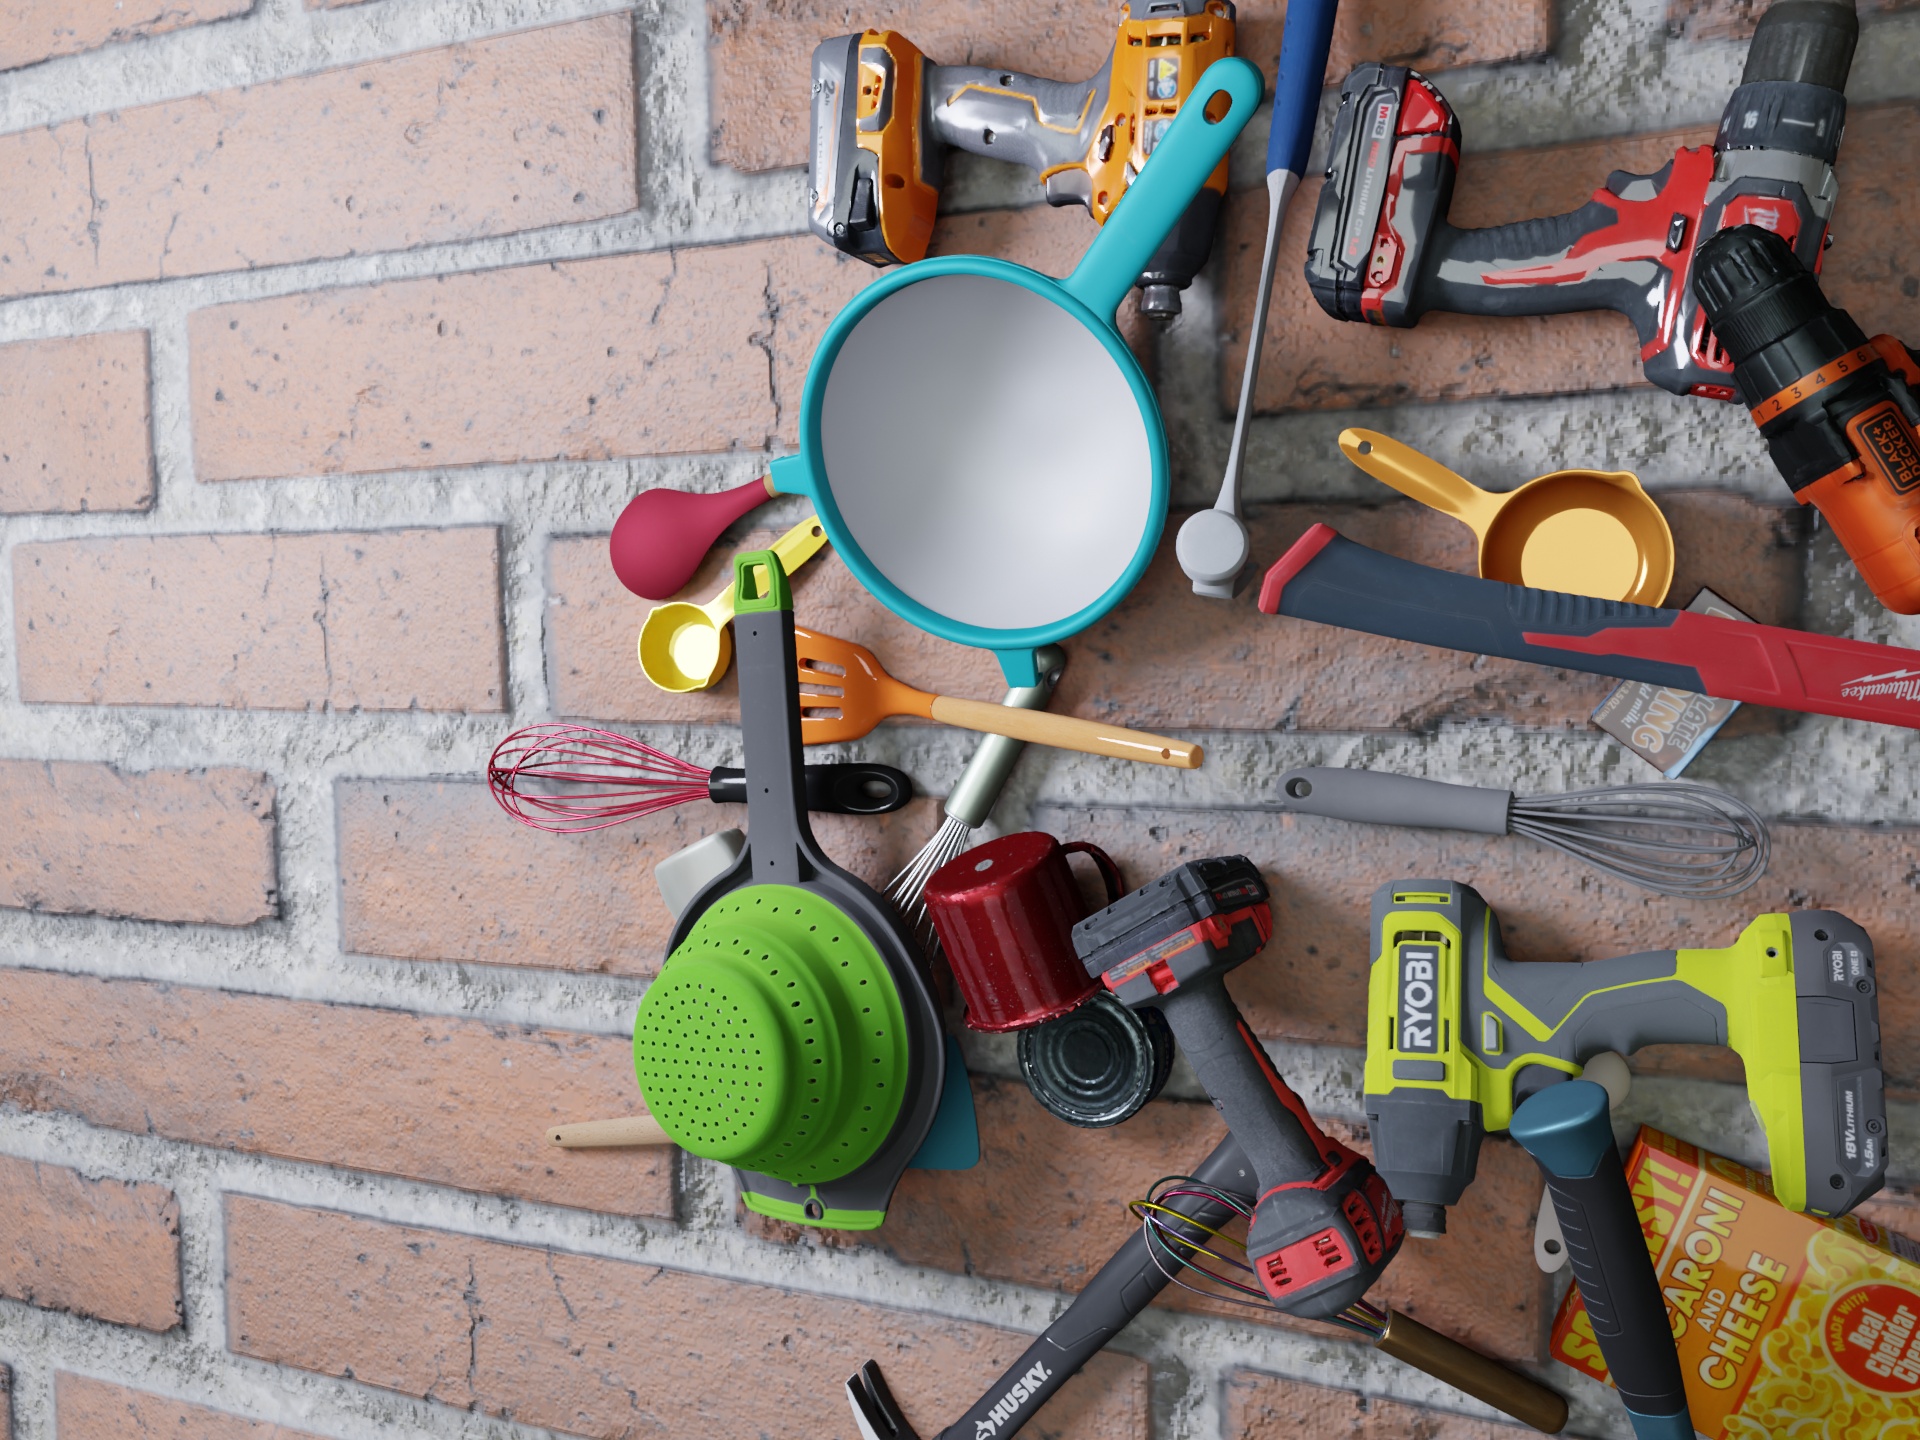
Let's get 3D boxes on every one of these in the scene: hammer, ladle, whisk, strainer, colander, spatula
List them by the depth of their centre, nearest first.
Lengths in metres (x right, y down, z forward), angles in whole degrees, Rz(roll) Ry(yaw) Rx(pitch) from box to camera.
[{"bbox_3d":[0.328,-0.016,0.722,0.386,0.038,0.143,10,99,7],"label":"hammer"},{"bbox_3d":[0.314,0.302,0.730,0.128,0.033,0.330,-10,114,32],"label":"hammer"},{"bbox_3d":[0.275,0.050,0.802,0.239,0.055,0.055,7,97,28],"label":"whisk"},{"bbox_3d":[0.161,-0.260,0.804,0.035,0.144,0.405,9,88,12],"label":"hammer"},{"bbox_3d":[0.057,-0.193,0.828,0.211,0.095,0.340,40,124,4],"label":"strainer"},{"bbox_3d":[0.201,0.308,0.836,0.245,0.051,0.047,26,125,6],"label":"whisk"},{"bbox_3d":[-0.001,-0.003,0.893,0.323,0.041,0.081,11,99,45],"label":"spatula"},{"bbox_3d":[-0.122,0.102,0.899,0.204,0.094,0.397,-4,91,33],"label":"colander"},{"bbox_3d":[0.067,0.348,0.920,0.146,0.035,0.334,43,109,15],"label":"hammer"},{"bbox_3d":[-0.003,0.063,0.927,0.059,0.057,0.246,33,101,27],"label":"whisk"},{"bbox_3d":[-0.093,-0.150,0.964,0.315,0.031,0.069,-21,85,22],"label":"ladle"},{"bbox_3d":[-0.170,0.039,0.996,0.296,0.073,0.073,1,94,18],"label":"whisk"},{"bbox_3d":[-0.139,0.256,1.014,0.317,0.044,0.082,-11,89,29],"label":"spatula"}]

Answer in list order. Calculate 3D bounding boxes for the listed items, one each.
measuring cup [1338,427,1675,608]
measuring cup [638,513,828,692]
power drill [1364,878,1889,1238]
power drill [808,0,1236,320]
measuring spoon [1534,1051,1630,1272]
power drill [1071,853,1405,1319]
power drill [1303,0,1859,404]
[{"bbox_3d":[0.268,-0.099,0.790,0.174,0.052,0.095,34,106,20],"label":"measuring cup"},{"bbox_3d":[-0.133,-0.075,0.992,0.156,0.029,0.062,-39,77,10],"label":"measuring cup"},{"bbox_3d":[0.307,0.165,0.756,0.223,0.080,0.171,-2,70,25],"label":"power drill"},{"bbox_3d":[0.034,-0.300,0.867,0.226,0.084,0.164,4,96,20],"label":"power drill"},{"bbox_3d":[0.312,0.226,0.810,0.034,0.018,0.124,14,100,23],"label":"measuring spoon"},{"bbox_3d":[0.155,0.184,0.818,0.078,0.143,0.220,-33,74,22],"label":"power drill"},{"bbox_3d":[0.295,-0.260,0.755,0.227,0.080,0.188,15,100,20],"label":"power drill"}]
